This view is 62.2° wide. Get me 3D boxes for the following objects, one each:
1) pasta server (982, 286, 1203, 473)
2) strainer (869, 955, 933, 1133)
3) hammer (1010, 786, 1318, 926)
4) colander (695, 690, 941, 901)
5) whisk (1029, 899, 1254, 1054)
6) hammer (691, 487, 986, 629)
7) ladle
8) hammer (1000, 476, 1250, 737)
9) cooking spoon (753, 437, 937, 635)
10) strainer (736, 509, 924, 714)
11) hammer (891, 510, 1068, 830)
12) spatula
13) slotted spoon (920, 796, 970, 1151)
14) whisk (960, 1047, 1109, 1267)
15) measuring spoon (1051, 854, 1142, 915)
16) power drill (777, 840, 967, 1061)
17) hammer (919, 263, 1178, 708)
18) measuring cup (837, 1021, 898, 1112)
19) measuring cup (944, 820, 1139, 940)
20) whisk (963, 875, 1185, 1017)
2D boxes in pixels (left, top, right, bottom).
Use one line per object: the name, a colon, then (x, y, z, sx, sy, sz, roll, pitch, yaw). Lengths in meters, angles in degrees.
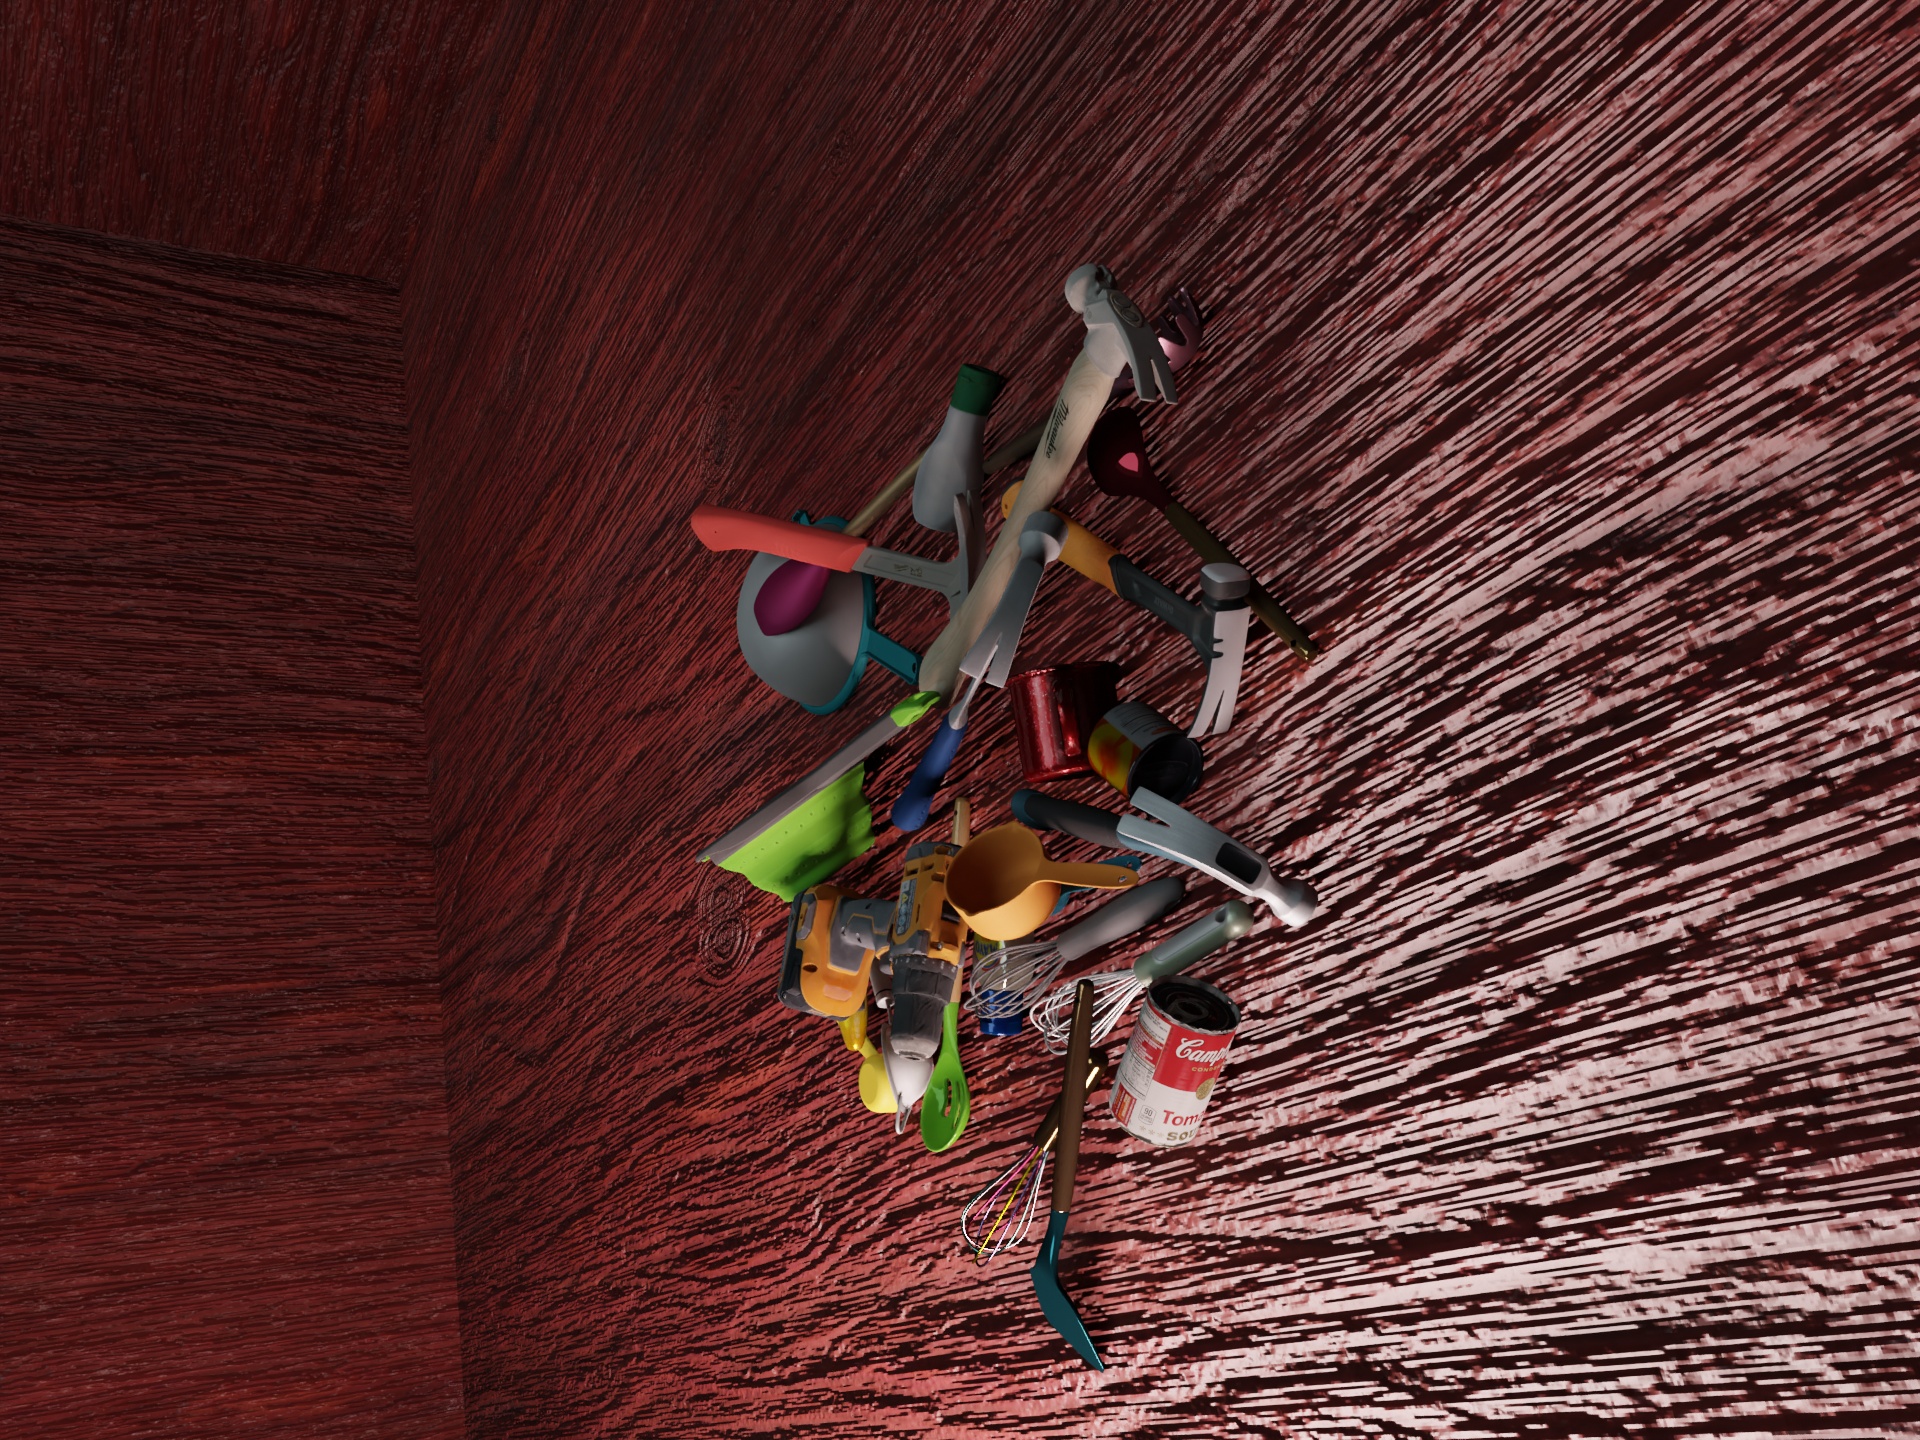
pasta server: (0.097, -0.259, 1.282, 0.316, 0.040, 0.060, -21, 39, 58)
strainer: (-0.067, 0.269, 1.509, 0.086, 0.050, 0.259, 67, -178, -49)
hammer: (0.120, 0.083, 1.164, 0.033, 0.128, 0.331, -61, 21, -8)
colander: (-0.109, 0.082, 1.501, 0.094, 0.204, 0.397, 55, 141, 0)
whisk: (0.133, 0.190, 1.185, 0.246, 0.059, 0.058, -42, 25, 44)
hammer: (-0.122, -0.170, 1.498, 0.359, 0.036, 0.149, 18, 119, 37)
ladle: (0.169, -0.139, 1.169, 0.316, 0.031, 0.069, 56, 134, 42)
hammer: (0.116, -0.111, 1.232, 0.337, 0.034, 0.127, -134, 41, -54)
cooking spoon: (-0.100, -0.187, 1.530, 0.319, 0.017, 0.069, -39, 62, 29)
strainer: (-0.147, -0.094, 1.611, 0.341, 0.095, 0.211, 32, 114, 56)
hammer: (-0.002, -0.004, 1.316, 0.405, 0.035, 0.144, 117, 177, -58)
spatula: (0.088, 0.348, 1.223, 0.082, 0.044, 0.317, 24, 112, 56)
slotted spoon: (-0.005, 0.226, 1.424, 0.070, 0.031, 0.314, -1, 85, 58)
whisk: (0.060, 0.356, 1.298, 0.051, 0.047, 0.245, 47, 123, 35)
measuring spoon: (0.104, 0.130, 1.268, 0.128, 0.021, 0.042, -24, 53, 46)
power drill: (-0.075, 0.216, 1.414, 0.226, 0.084, 0.185, -23, 52, 50)
hammer: (0.053, -0.150, 1.271, 0.410, 0.038, 0.146, -63, 37, 41)
measuring cup: (-0.100, 0.328, 1.566, 0.157, 0.029, 0.062, 41, 122, 50)
measuring cup: (0.071, 0.133, 1.248, 0.174, 0.052, 0.095, 0, 48, 35)
whisk: (0.086, 0.177, 1.238, 0.239, 0.055, 0.055, -36, 57, 37)
